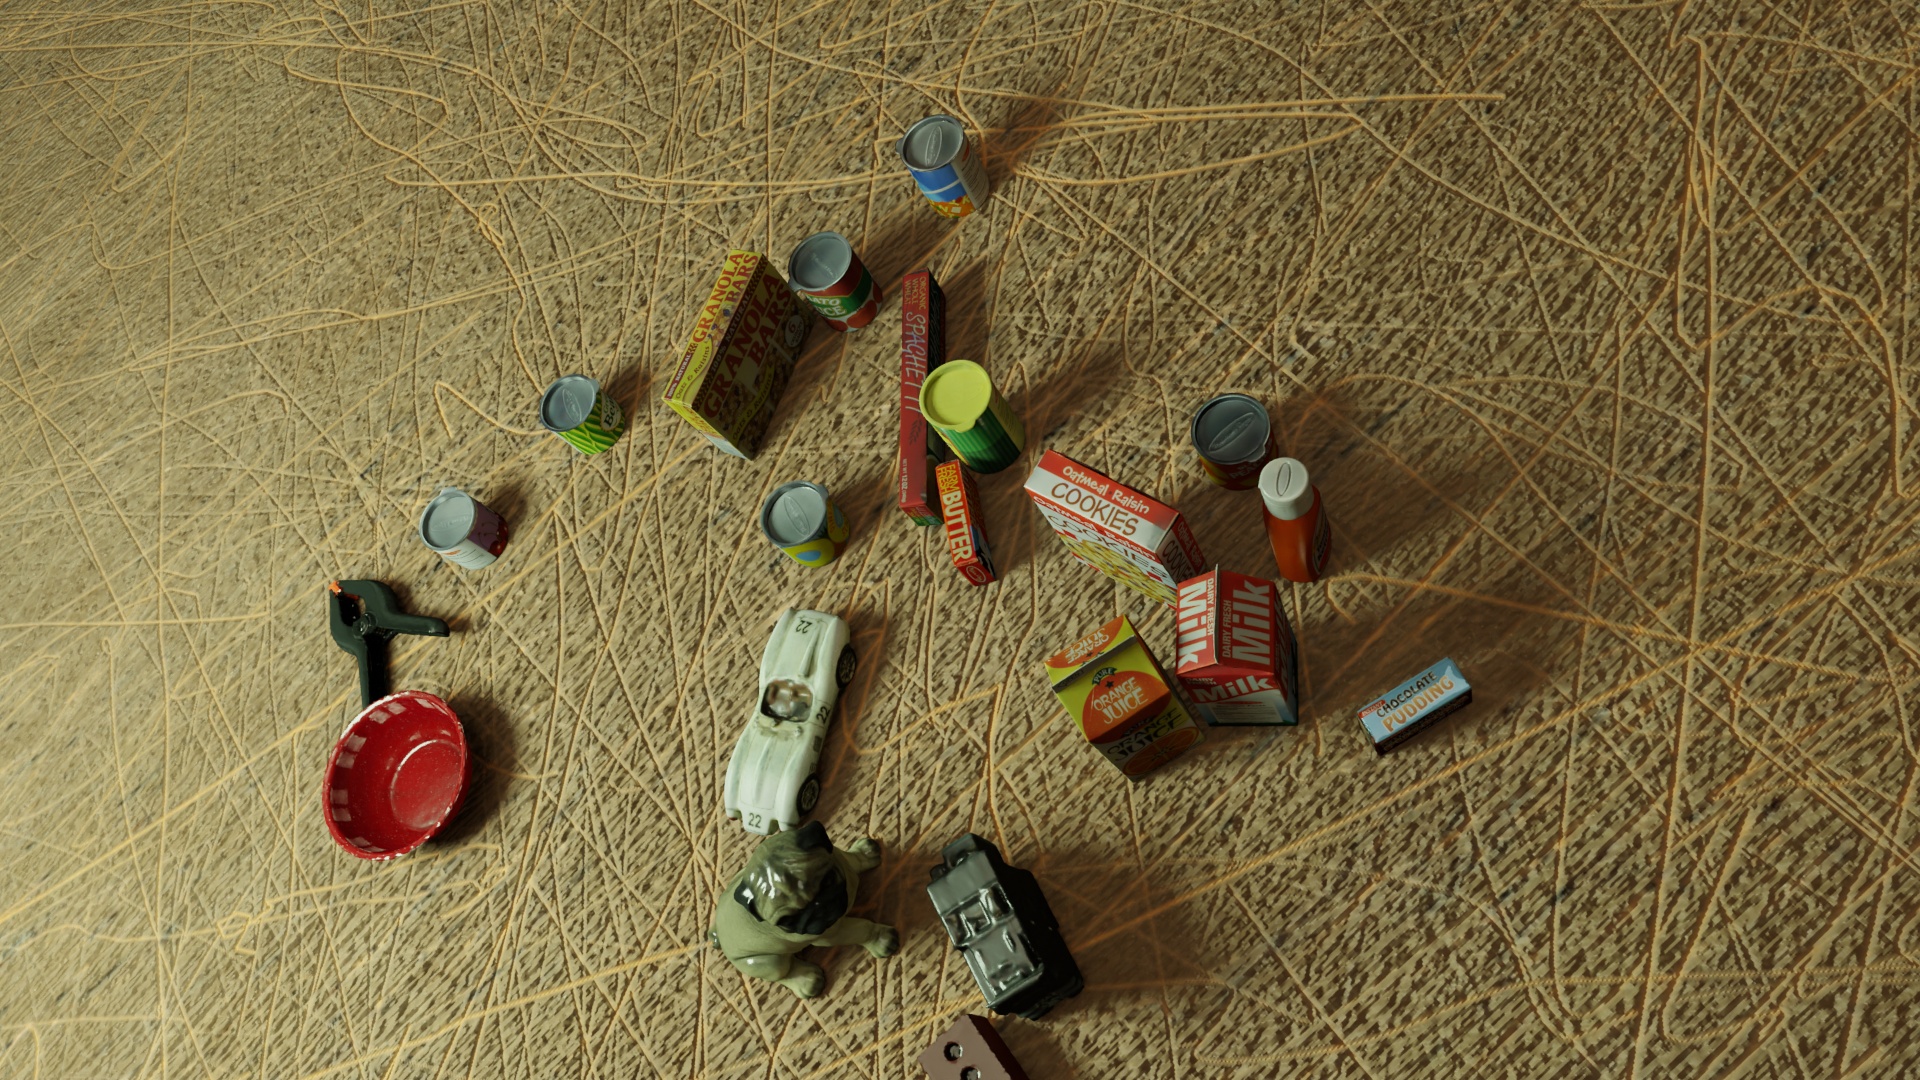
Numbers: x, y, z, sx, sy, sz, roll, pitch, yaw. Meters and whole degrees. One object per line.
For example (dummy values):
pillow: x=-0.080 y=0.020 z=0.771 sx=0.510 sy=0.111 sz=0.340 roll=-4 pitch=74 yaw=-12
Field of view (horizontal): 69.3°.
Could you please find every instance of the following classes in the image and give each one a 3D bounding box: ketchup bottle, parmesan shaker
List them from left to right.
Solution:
parmesan shaker: x=0.013 y=-0.106 z=1.240 sx=0.071 sy=0.103 sz=0.071 roll=-7 pitch=67 yaw=17
ketchup bottle: x=0.261 y=-0.019 z=1.086 sx=0.043 sy=0.148 sz=0.065 roll=7 pitch=72 yaw=23

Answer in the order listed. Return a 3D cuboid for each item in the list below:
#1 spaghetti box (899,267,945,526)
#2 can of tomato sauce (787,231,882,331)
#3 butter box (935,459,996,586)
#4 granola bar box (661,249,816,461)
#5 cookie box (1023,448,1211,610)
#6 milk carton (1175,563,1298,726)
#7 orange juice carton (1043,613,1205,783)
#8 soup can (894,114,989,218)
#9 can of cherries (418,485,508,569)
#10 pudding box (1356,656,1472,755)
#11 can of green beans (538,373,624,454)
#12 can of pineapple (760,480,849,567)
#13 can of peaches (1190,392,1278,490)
spaghetti box: x=-0.035 y=-0.136 z=1.300 sx=0.028 sy=0.050 sz=0.251 roll=-8 pitch=66 yaw=17
can of tomato sauce: x=-0.122 y=-0.251 z=1.362 sx=0.071 sy=0.083 sz=0.071 roll=-7 pitch=66 yaw=17
butter box: x=0.004 y=-0.015 z=1.234 sx=0.024 sy=0.053 sz=0.104 roll=-17 pitch=64 yaw=13
granola bar box: x=-0.211 y=-0.178 z=1.340 sx=0.039 sy=0.124 sz=0.166 roll=15 pitch=75 yaw=25
cookie box: x=0.132 y=-0.003 z=1.117 sx=0.123 sy=0.167 sz=0.040 roll=28 pitch=81 yaw=27
milk carton: x=0.206 y=0.082 z=1.040 sx=0.073 sy=0.190 sz=0.072 roll=-3 pitch=68 yaw=19
orange juice carton: x=0.123 y=0.118 z=1.055 sx=0.072 sy=0.192 sz=0.073 roll=-32 pitch=62 yaw=6
soup can: x=-0.017 y=-0.369 z=1.372 sx=0.071 sy=0.083 sz=0.071 roll=-7 pitch=66 yaw=17
can of cherries: x=-0.505 y=-0.013 z=1.417 sx=0.071 sy=0.058 sz=0.072 roll=-7 pitch=66 yaw=17
pudding box: x=0.344 y=0.126 z=1.052 sx=0.083 sy=0.049 sz=0.030 roll=-32 pitch=62 yaw=5
can of green beans: x=-0.386 y=-0.129 z=1.422 sx=0.071 sy=0.057 sz=0.071 roll=-7 pitch=66 yaw=17
can of pineapple: x=-0.141 y=-0.015 z=1.284 sx=0.071 sy=0.057 sz=0.071 roll=-7 pitch=66 yaw=17
can of peaches: x=0.234 y=-0.081 z=1.174 sx=0.071 sy=0.058 sz=0.071 roll=-7 pitch=66 yaw=17
